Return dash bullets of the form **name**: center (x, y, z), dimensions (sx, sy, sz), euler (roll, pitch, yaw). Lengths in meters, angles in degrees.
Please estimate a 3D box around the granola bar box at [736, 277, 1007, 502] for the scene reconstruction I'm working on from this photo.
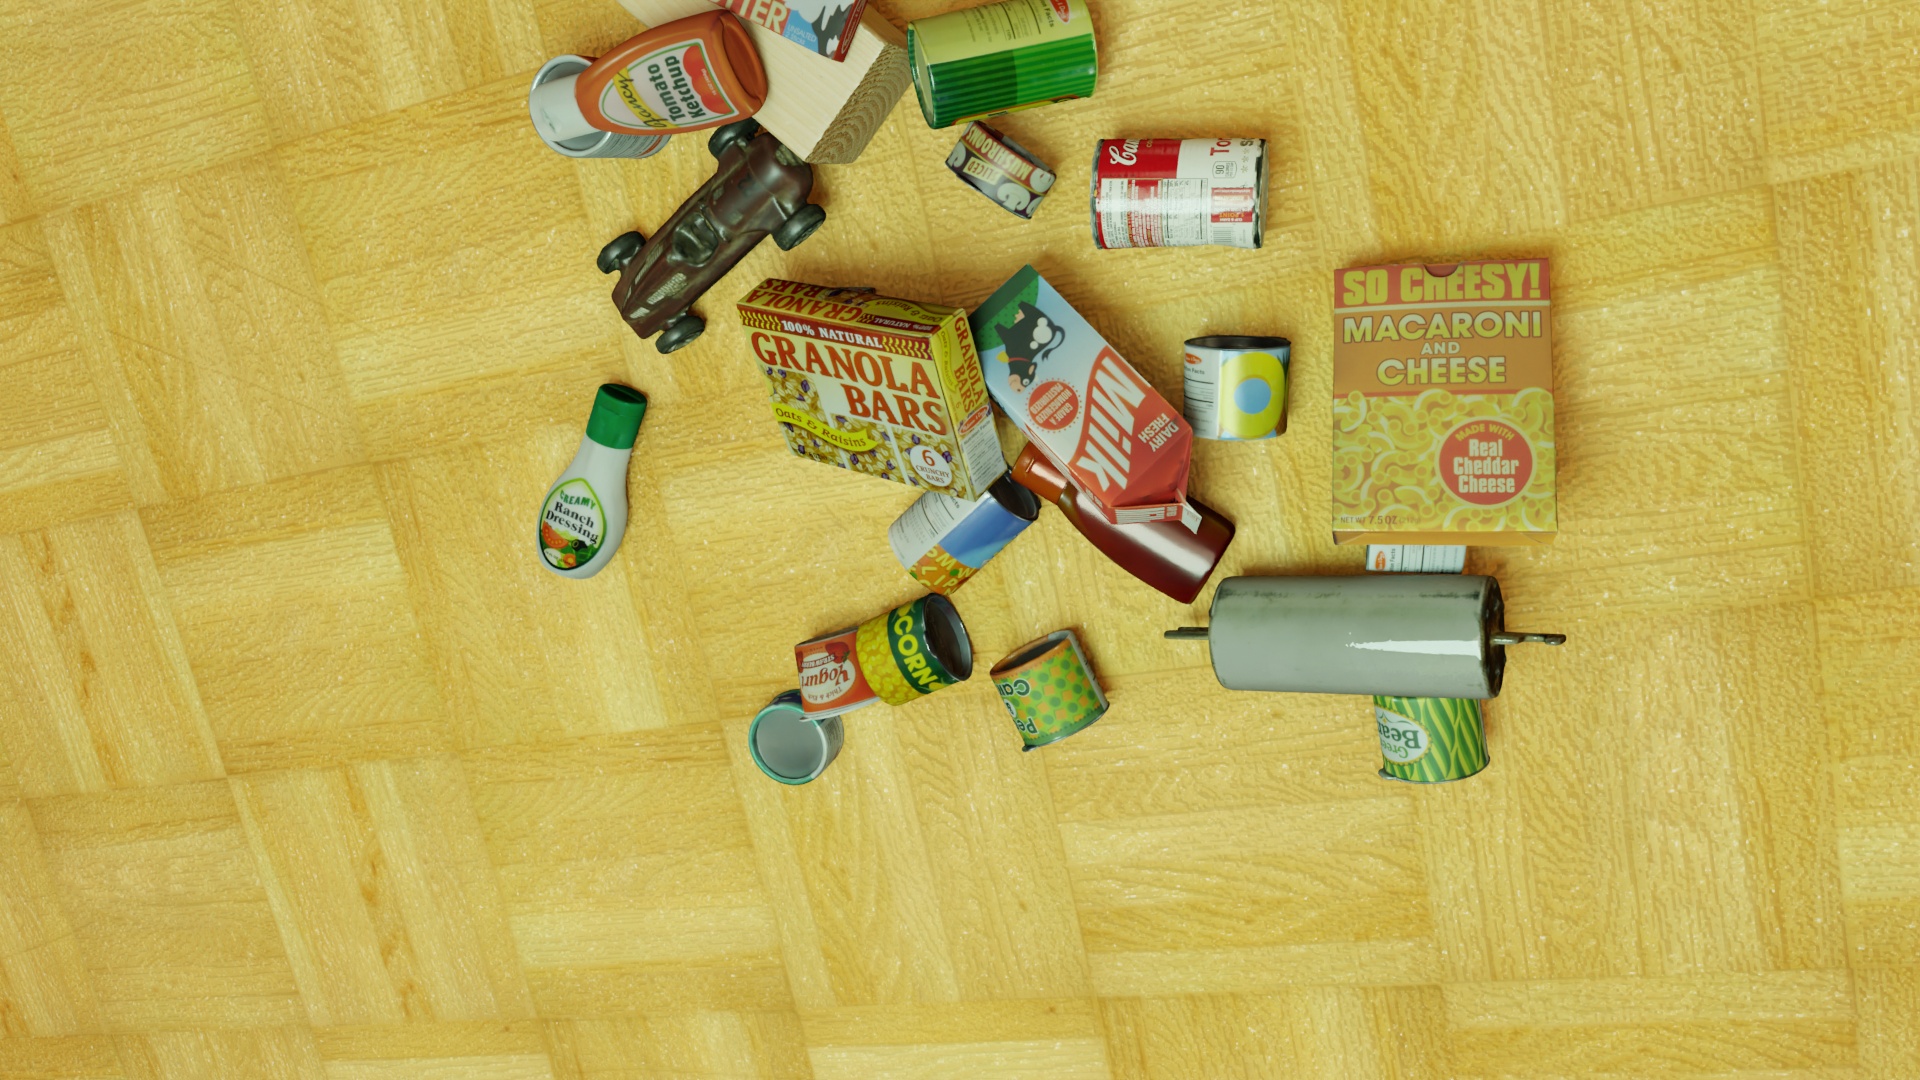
- **granola bar box**: center (-0.059, -0.098, 0.894), dimensions (0.165, 0.039, 0.123), euler (15, 137, 35)

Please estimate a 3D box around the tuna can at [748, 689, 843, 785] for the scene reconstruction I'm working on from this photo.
- **tuna can**: center (-0.127, 0.148, 1.046), dimensions (0.071, 0.033, 0.071), euler (4, 105, 15)

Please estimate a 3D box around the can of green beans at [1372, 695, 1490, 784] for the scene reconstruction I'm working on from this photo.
- **can of green beans**: center (0.301, 0.116, 0.892), dimensions (0.071, 0.071, 0.057), euler (-9, 101, 19)

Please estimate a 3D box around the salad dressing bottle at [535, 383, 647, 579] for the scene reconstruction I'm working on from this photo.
- **salad dressing bottle**: center (-0.272, -0.044, 1.033), dimensions (0.064, 0.044, 0.147), euler (26, 110, 7)

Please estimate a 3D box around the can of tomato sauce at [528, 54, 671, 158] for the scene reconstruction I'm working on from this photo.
- **can of tomato sauce**: center (-0.242, -0.293, 0.938), dimensions (0.071, 0.083, 0.071), euler (4, 106, 15)

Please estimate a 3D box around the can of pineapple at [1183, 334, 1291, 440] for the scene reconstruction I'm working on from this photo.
- **can of pineapple**: center (0.175, -0.097, 0.875), dimensions (0.071, 0.071, 0.057), euler (3, 106, 16)

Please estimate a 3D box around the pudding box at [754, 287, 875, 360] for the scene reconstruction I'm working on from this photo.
- **pudding box**: center (-0.101, -0.150, 0.962), dimensions (0.084, 0.030, 0.049), euler (2, 106, 16)

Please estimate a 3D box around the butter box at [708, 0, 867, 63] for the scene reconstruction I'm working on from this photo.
- **butter box**: center (-0.107, -0.329, 0.823), dimensions (0.103, 0.024, 0.053), euler (27, 108, 8)

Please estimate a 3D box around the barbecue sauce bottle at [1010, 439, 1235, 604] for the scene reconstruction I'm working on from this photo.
- **barbecue sauce bottle**: center (0.105, -0.020, 0.927), dimensions (0.148, 0.044, 0.064), euler (31, 106, 7)

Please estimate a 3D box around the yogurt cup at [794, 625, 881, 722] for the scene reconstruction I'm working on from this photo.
- **yogurt cup**: center (-0.087, 0.094, 1.005), dimensions (0.072, 0.072, 0.054), euler (-15, 92, 20)

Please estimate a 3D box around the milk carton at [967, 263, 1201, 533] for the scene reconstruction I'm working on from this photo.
- **milk carton**: center (0.083, -0.077, 0.876), dimensions (0.073, 0.072, 0.191), euler (-43, 79, 0)

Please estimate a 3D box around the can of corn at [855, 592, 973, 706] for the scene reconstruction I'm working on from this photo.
- **can of corn**: center (-0.033, 0.078, 0.979), dimensions (0.058, 0.071, 0.071), euler (-24, 97, 22)

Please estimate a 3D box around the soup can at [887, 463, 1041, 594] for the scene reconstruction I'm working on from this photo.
- **soup can**: center (0.003, -0.012, 0.949), dimensions (0.071, 0.071, 0.083), euler (47, 113, 0)

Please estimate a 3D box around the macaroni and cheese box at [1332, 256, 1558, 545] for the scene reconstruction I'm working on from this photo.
- **macaroni and cheese box**: center (0.284, -0.082, 0.821), dimensions (0.124, 0.040, 0.167), euler (0, 77, 16)

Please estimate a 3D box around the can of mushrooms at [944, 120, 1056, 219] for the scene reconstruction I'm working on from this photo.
- **can of mushrooms**: center (0.025, -0.235, 0.880), dimensions (0.071, 0.071, 0.033), euler (37, 110, 4)

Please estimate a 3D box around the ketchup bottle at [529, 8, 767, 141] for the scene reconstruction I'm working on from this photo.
- **ketchup bottle**: center (-0.195, -0.278, 0.853), dimensions (0.148, 0.044, 0.064), euler (-5, 132, 25)

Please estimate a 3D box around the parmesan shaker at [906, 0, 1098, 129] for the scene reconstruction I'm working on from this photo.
- **parmesan shaker**: center (0.024, -0.295, 0.849), dimensions (0.103, 0.071, 0.071), euler (-14, 101, -6)

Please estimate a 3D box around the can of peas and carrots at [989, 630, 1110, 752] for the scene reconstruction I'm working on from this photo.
- **can of peas and carrots**: center (0.059, 0.103, 0.959), dimensions (0.071, 0.071, 0.058), euler (-25, 96, 21)

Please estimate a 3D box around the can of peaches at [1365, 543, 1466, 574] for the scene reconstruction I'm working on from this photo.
- **can of peaches**: center (0.283, -0.015, 0.864), dimensions (0.058, 0.071, 0.071), euler (3, 105, 16)
